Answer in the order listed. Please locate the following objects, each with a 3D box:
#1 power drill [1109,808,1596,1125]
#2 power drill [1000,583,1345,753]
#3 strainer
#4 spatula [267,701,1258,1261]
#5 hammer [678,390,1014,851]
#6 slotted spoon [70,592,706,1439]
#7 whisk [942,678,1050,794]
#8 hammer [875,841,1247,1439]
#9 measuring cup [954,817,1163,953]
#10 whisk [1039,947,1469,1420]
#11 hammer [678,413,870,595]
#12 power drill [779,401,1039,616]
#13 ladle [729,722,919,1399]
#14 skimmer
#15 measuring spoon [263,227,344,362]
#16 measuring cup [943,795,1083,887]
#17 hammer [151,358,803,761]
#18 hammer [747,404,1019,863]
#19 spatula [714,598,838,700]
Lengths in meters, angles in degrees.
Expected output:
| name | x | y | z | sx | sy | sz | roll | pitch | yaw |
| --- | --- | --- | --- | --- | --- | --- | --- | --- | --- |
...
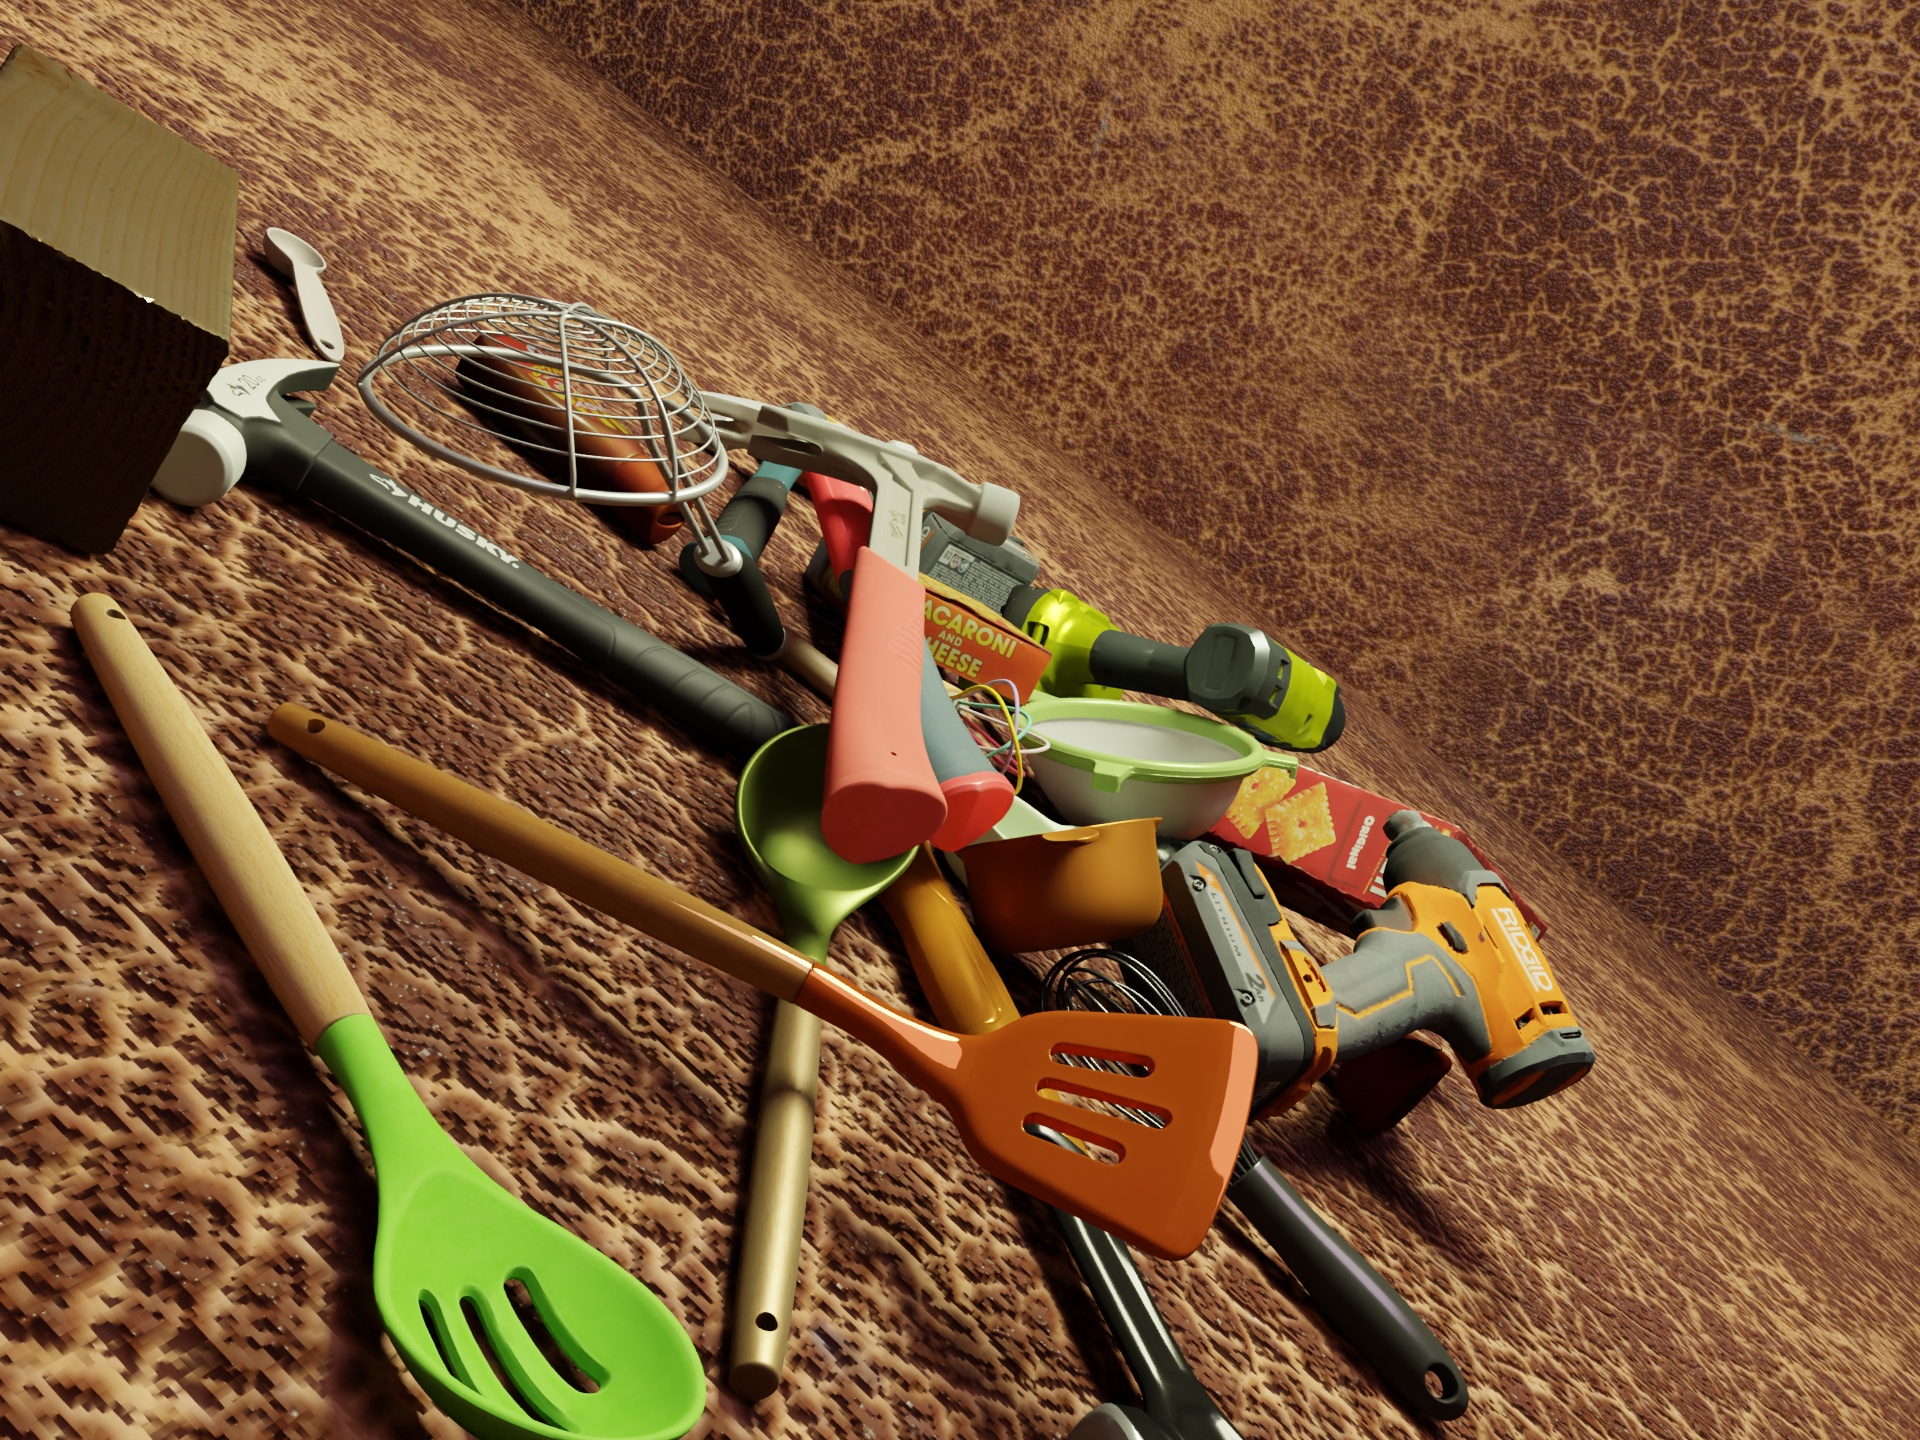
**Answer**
| name | x | y | z | sx | sy | sz | roll | pitch | yaw |
| --- | --- | --- | --- | --- | --- | --- | --- | --- | --- |
| power drill | 0.191 | 0.113 | 0.785 | 0.226 | 0.084 | 0.164 | 3 | 51 | -29 |
| power drill | 0.145 | -0.028 | 1.093 | 0.223 | 0.080 | 0.171 | 13 | -7 | 39 |
| strainer | 0.071 | 0.024 | 0.985 | 0.151 | 0.069 | 0.257 | -3 | 15 | -34 |
| spatula | -0.068 | 0.065 | 0.486 | 0.322 | 0.041 | 0.081 | 26 | 52 | 2 |
| hammer | -0.058 | -0.067 | 0.812 | 0.143 | 0.038 | 0.387 | 12 | 30 | -22 |
| slotted spoon | -0.166 | 0.062 | 0.404 | 0.314 | 0.031 | 0.070 | 45 | 16 | 29 |
| whisk | -0.001 | -0.001 | 0.865 | 0.047 | 0.051 | 0.245 | 50 | -4 | -14 |
| hammer | 0.031 | 0.147 | 0.592 | 0.127 | 0.034 | 0.337 | 26 | 19 | -35 |
| measuring cup | 0.047 | 0.072 | 0.670 | 0.173 | 0.095 | 0.052 | 86 | -5 | -86 |
| whisk | 0.121 | 0.188 | 0.660 | 0.239 | 0.055 | 0.055 | 48 | 17 | 16 |
| hammer | -0.129 | -0.145 | 1.028 | 0.128 | 0.033 | 0.331 | 9 | 23 | -1 |
| power drill | -0.036 | -0.154 | 1.243 | 0.185 | 0.084 | 0.226 | 22 | 17 | -49 |
| ladle | -0.051 | 0.089 | 0.535 | 0.078 | 0.062 | 0.320 | 16 | 22 | -8 |
| skimmer | -0.133 | -0.070 | 0.682 | 0.127 | 0.090 | 0.363 | 26 | -13 | 12 |
| measuring spoon | -0.349 | -0.222 | 0.846 | 0.034 | 0.018 | 0.124 | 21 | 29 | -47 |
| measuring cup | 0.046 | 0.074 | 0.838 | 0.083 | 0.038 | 0.167 | 45 | 14 | 24 |
| hammer | -0.171 | -0.047 | 0.693 | 0.334 | 0.035 | 0.146 | 33 | 17 | -20 |
| hammer | -0.042 | -0.053 | 0.720 | 0.149 | 0.036 | 0.359 | 17 | 28 | -9 |
| spatula | -0.008 | 0.028 | 0.882 | 0.316 | 0.018 | 0.060 | 38 | 14 | -3 |
